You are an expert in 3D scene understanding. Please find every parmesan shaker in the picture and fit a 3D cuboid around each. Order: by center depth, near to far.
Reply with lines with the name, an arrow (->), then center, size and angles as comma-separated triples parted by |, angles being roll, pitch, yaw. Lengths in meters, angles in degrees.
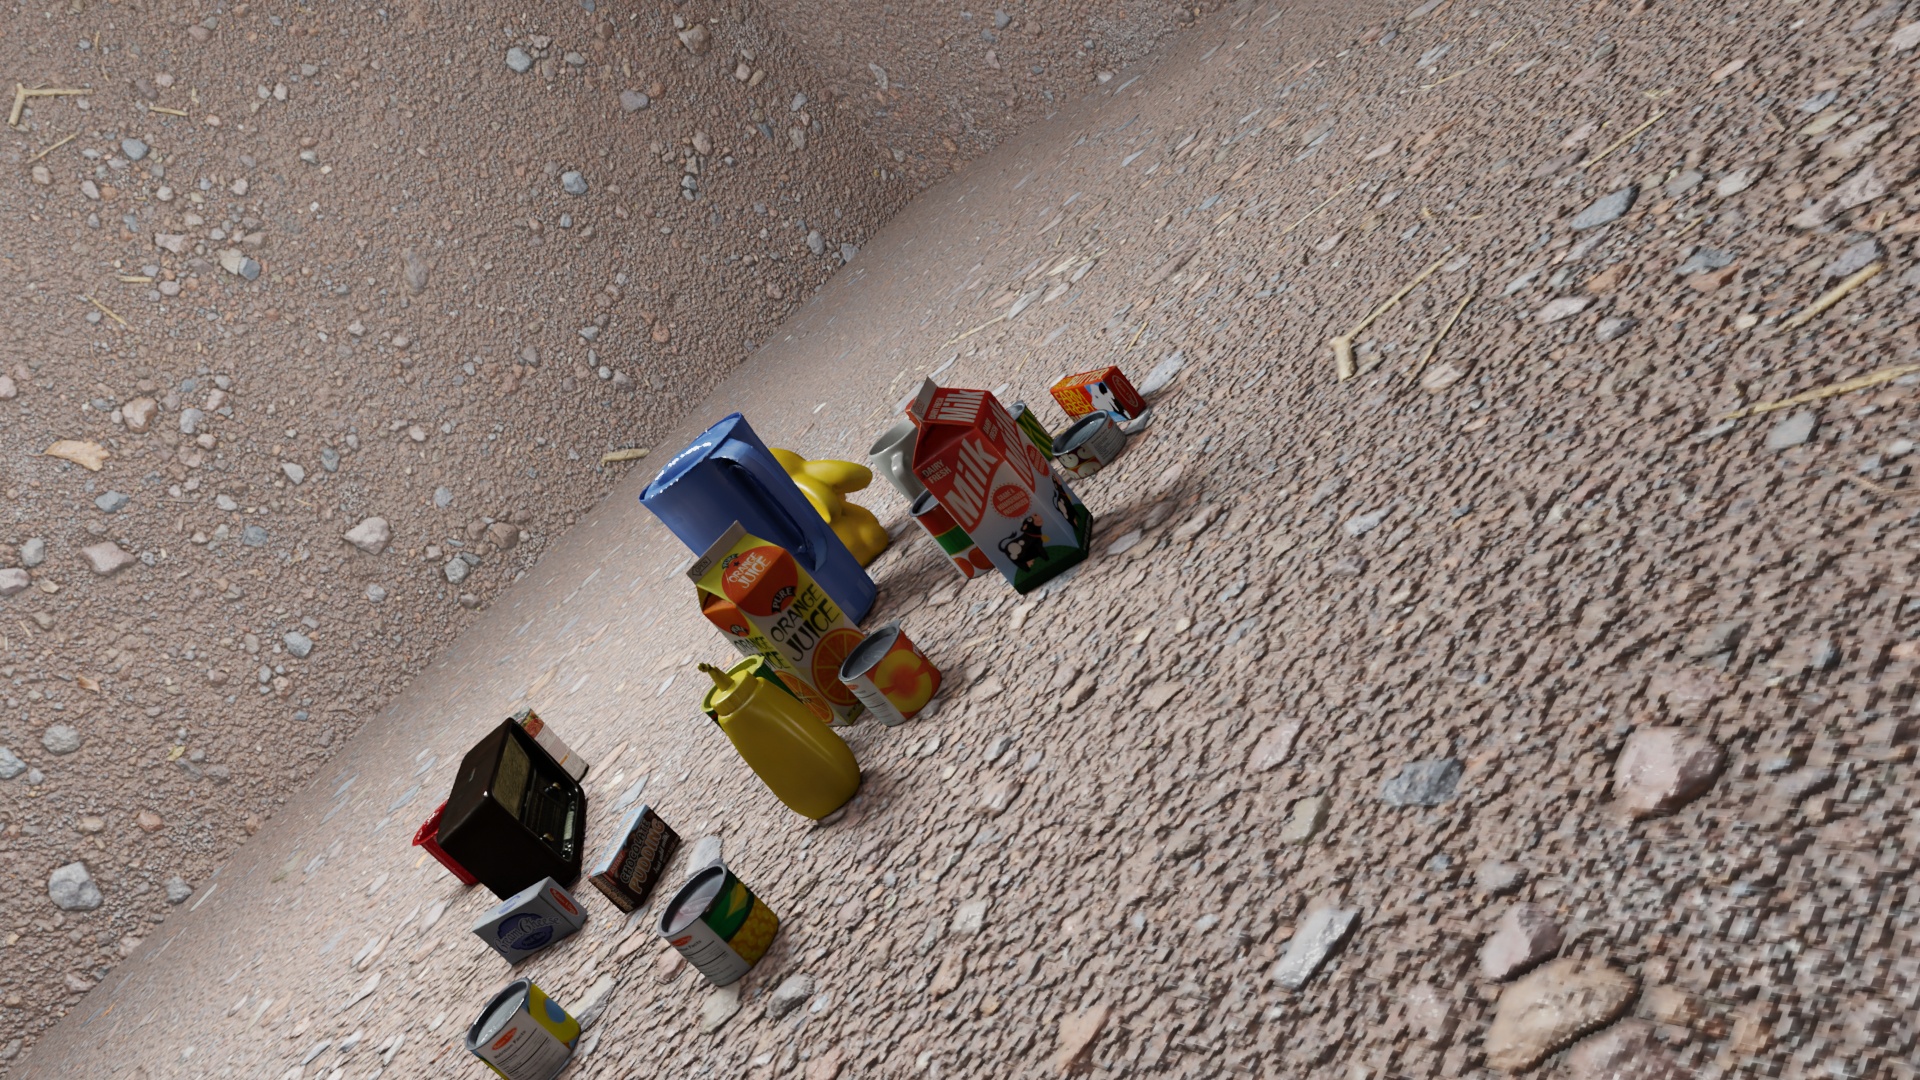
parmesan shaker -> -0.161, 0.156, 1.190 | 0.071, 0.103, 0.071 | -36, 18, 14

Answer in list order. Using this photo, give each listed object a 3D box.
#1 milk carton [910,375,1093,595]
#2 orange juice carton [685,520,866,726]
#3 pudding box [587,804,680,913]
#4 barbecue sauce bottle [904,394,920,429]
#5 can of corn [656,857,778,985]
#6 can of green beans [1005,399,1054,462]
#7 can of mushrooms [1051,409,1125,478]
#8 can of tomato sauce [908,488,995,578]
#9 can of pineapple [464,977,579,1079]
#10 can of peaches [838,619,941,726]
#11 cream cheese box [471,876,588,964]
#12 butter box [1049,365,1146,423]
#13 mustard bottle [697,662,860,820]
milk carton -> 0.025, -0.054, 1.168 | 0.073, 0.190, 0.073 | -32, 19, 25
orange juice carton -> -0.156, 0.074, 1.227 | 0.073, 0.192, 0.072 | -14, 31, 55
pudding box -> -0.290, 0.282, 1.237 | 0.030, 0.049, 0.084 | -29, 21, 32
barbecue sauce bottle -> 0.005, -0.081, 1.342 | 0.043, 0.148, 0.065 | -35, 18, 17
can of corn -> -0.173, 0.275, 1.004 | 0.071, 0.058, 0.071 | -36, 18, 14
can of green beans -> 0.058, -0.099, 1.428 | 0.071, 0.057, 0.071 | -36, 18, 14
can of mushrooms -> 0.121, -0.091, 1.321 | 0.071, 0.033, 0.071 | -36, 18, 14
can of tomato sauce -> 0.005, -0.016, 1.296 | 0.071, 0.083, 0.071 | -36, 18, 14
can of pineapple -> -0.341, 0.384, 1.082 | 0.071, 0.057, 0.071 | -36, 18, 14
can of peaches -> -0.057, 0.111, 1.159 | 0.071, 0.058, 0.071 | -36, 18, 14
cream cheese box -> -0.398, 0.352, 1.282 | 0.103, 0.053, 0.024 | -31, 20, 27
butter box -> 0.135, -0.142, 1.380 | 0.024, 0.053, 0.103 | -47, 19, -20
mustard bottle -> -0.147, 0.148, 1.087 | 0.065, 0.160, 0.049 | -36, 18, 14
